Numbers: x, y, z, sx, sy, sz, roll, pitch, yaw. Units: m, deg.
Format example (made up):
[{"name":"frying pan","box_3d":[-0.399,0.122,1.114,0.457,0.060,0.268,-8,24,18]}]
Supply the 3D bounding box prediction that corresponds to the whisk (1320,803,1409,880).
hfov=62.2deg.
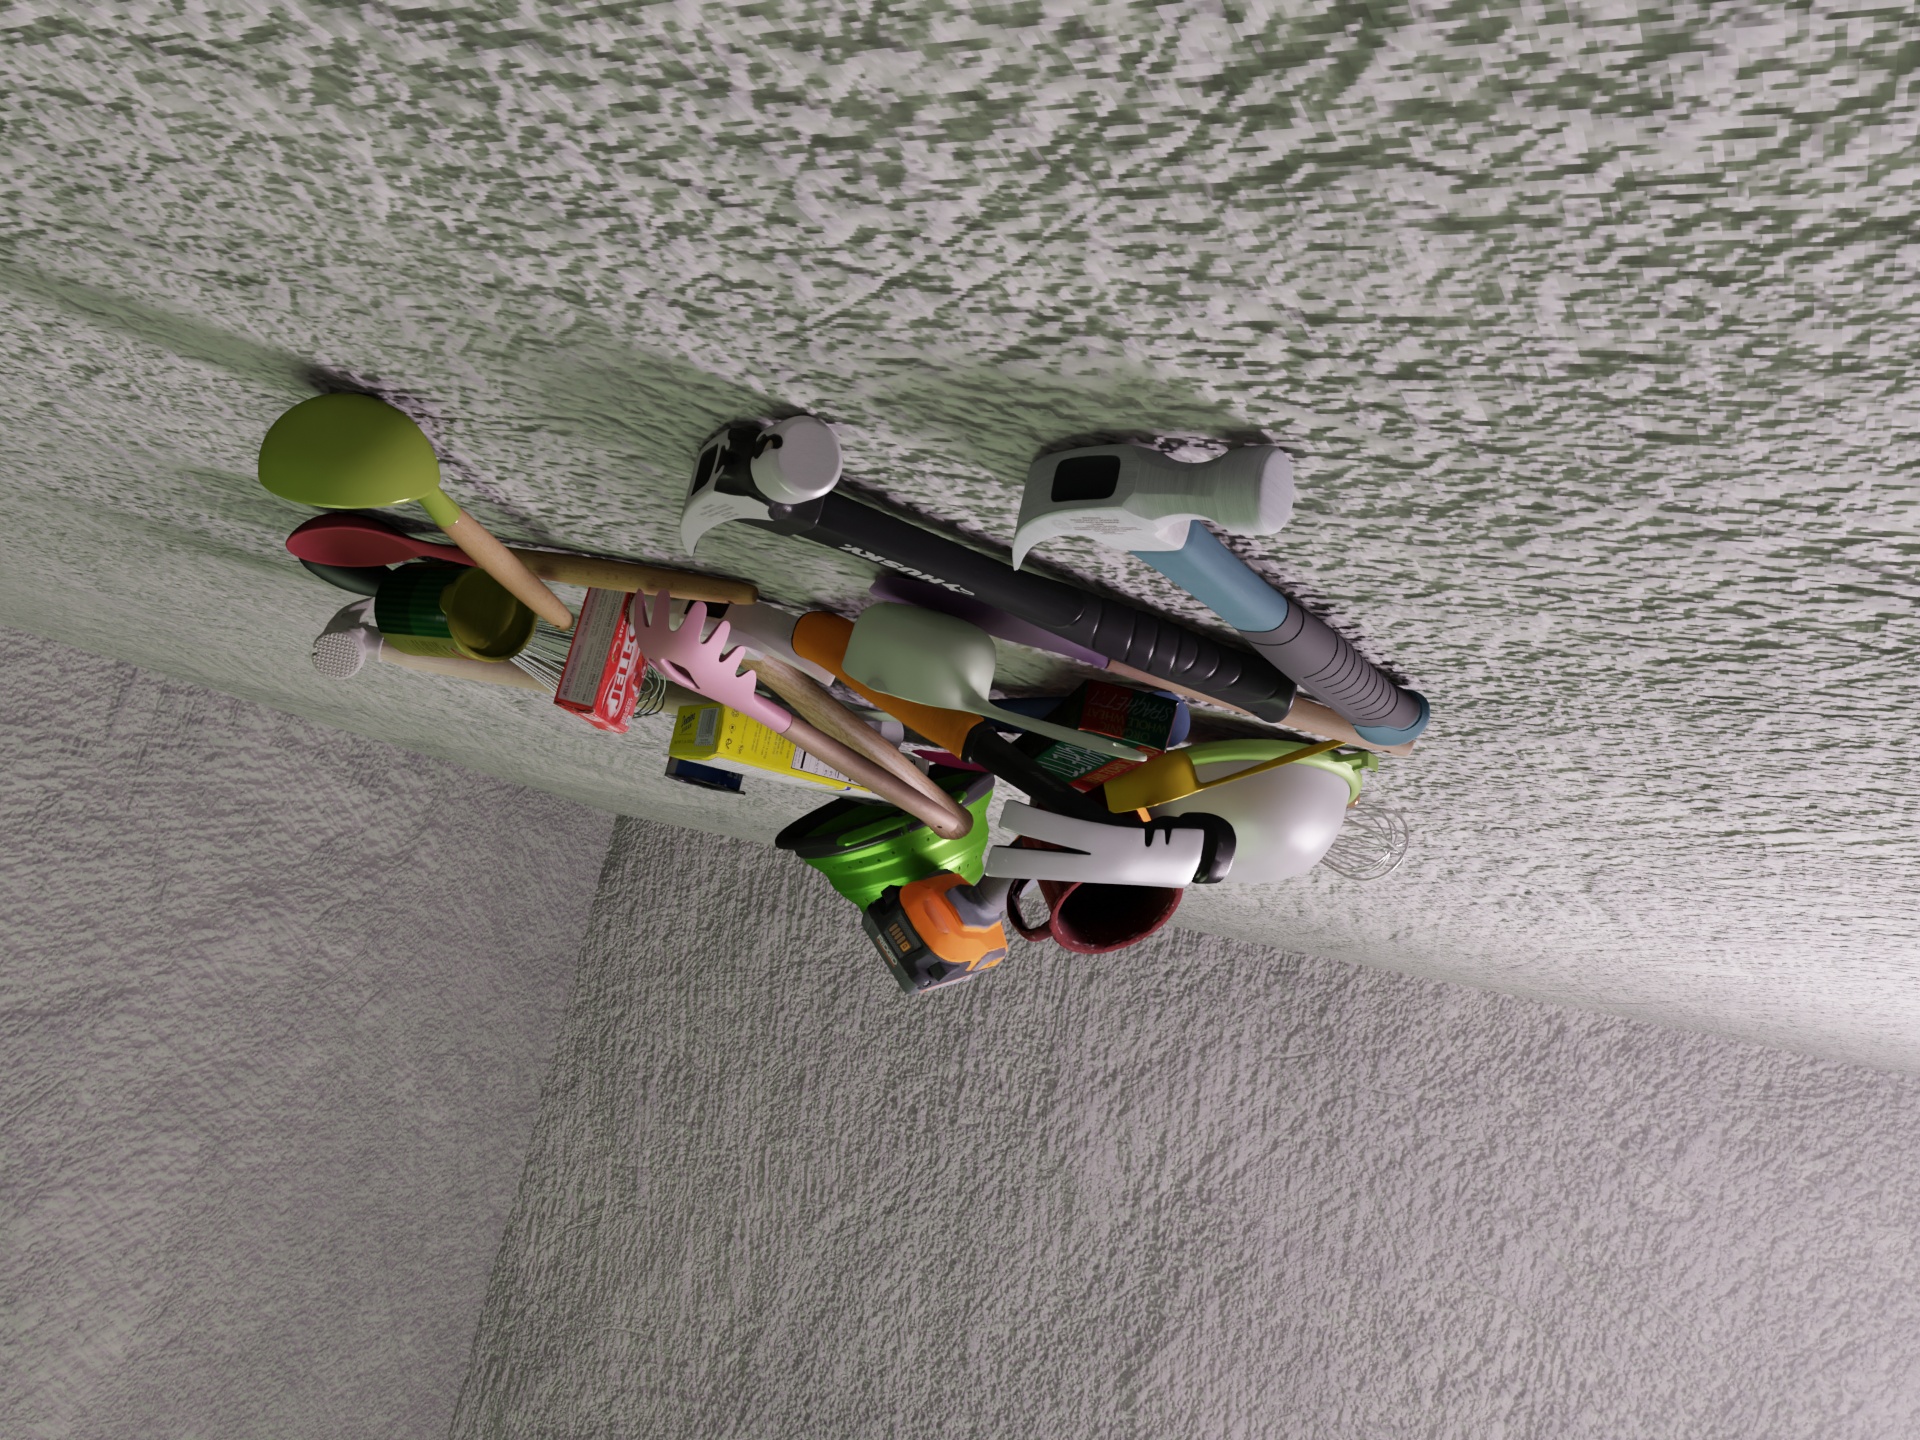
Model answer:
[{"name":"whisk","box_3d":[0.247,0.082,1.237,0.057,0.059,0.246,34,166,-33]}]

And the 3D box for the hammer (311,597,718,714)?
[{"name":"hammer","box_3d":[-0.299,-0.033,1.295,0.410,0.038,0.146,11,-166,-13]}]

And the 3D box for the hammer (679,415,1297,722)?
[{"name":"hammer","box_3d":[0.028,-0.057,0.739,0.334,0.035,0.146,18,169,-30]}]

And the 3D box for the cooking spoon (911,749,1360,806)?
[{"name":"cooking spoon","box_3d":[0.124,0.038,1.086,0.318,0.017,0.069,6,176,-11]}]

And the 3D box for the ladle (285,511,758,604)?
[{"name":"ladle","box_3d":[-0.268,-0.096,0.963,0.315,0.031,0.069,9,170,16]}]

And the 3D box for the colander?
[{"name":"colander","box_3d":[-0.056,0.099,1.419,0.204,0.094,0.397,-21,-173,-6]}]

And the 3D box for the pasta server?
[{"name":"pasta server","box_3d":[-0.093,0.005,1.011,0.060,0.040,0.315,5,160,39]}]

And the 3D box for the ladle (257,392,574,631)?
[{"name":"ladle","box_3d":[-0.265,-0.088,0.839,0.078,0.062,0.320,13,168,8]}]

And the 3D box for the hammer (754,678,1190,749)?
[{"name":"hammer","box_3d":[-0.002,-0.004,1.105,0.144,0.035,0.406,19,169,-34]}]

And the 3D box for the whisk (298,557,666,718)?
[{"name":"whisk","box_3d":[-0.342,-0.067,1.161,0.284,0.070,0.070,24,167,-30]}]

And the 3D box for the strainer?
[{"name":"strainer","box_3d":[0.188,0.089,1.086,0.151,0.069,0.256,1,157,3]}]

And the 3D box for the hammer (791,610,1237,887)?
[{"name":"hammer","box_3d":[-0.011,0.003,0.815,0.127,0.034,0.337,6,-164,-34]}]

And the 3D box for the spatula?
[{"name":"spatula","box_3d":[0.104,-0.028,0.856,0.315,0.018,0.060,16,168,-13]}]

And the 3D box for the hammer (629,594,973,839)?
[{"name":"hammer","box_3d":[-0.078,0.006,1.084,0.130,0.031,0.331,8,157,34]}]

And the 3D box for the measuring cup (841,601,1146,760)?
[{"name":"measuring cup","box_3d":[0.020,-0.021,0.783,0.168,0.038,0.083,19,-167,25]}]

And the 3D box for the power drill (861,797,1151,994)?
[{"name":"power drill","box_3d":[0.036,0.109,1.181,0.084,0.226,0.164,55,-158,18]}]

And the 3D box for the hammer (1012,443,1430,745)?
[{"name":"hammer","box_3d":[0.133,-0.042,0.680,0.128,0.033,0.330,6,168,35]}]

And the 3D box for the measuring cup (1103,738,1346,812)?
[{"name":"measuring cup","box_3d":[0.160,0.021,0.948,0.156,0.029,0.062,-18,180,12]}]
